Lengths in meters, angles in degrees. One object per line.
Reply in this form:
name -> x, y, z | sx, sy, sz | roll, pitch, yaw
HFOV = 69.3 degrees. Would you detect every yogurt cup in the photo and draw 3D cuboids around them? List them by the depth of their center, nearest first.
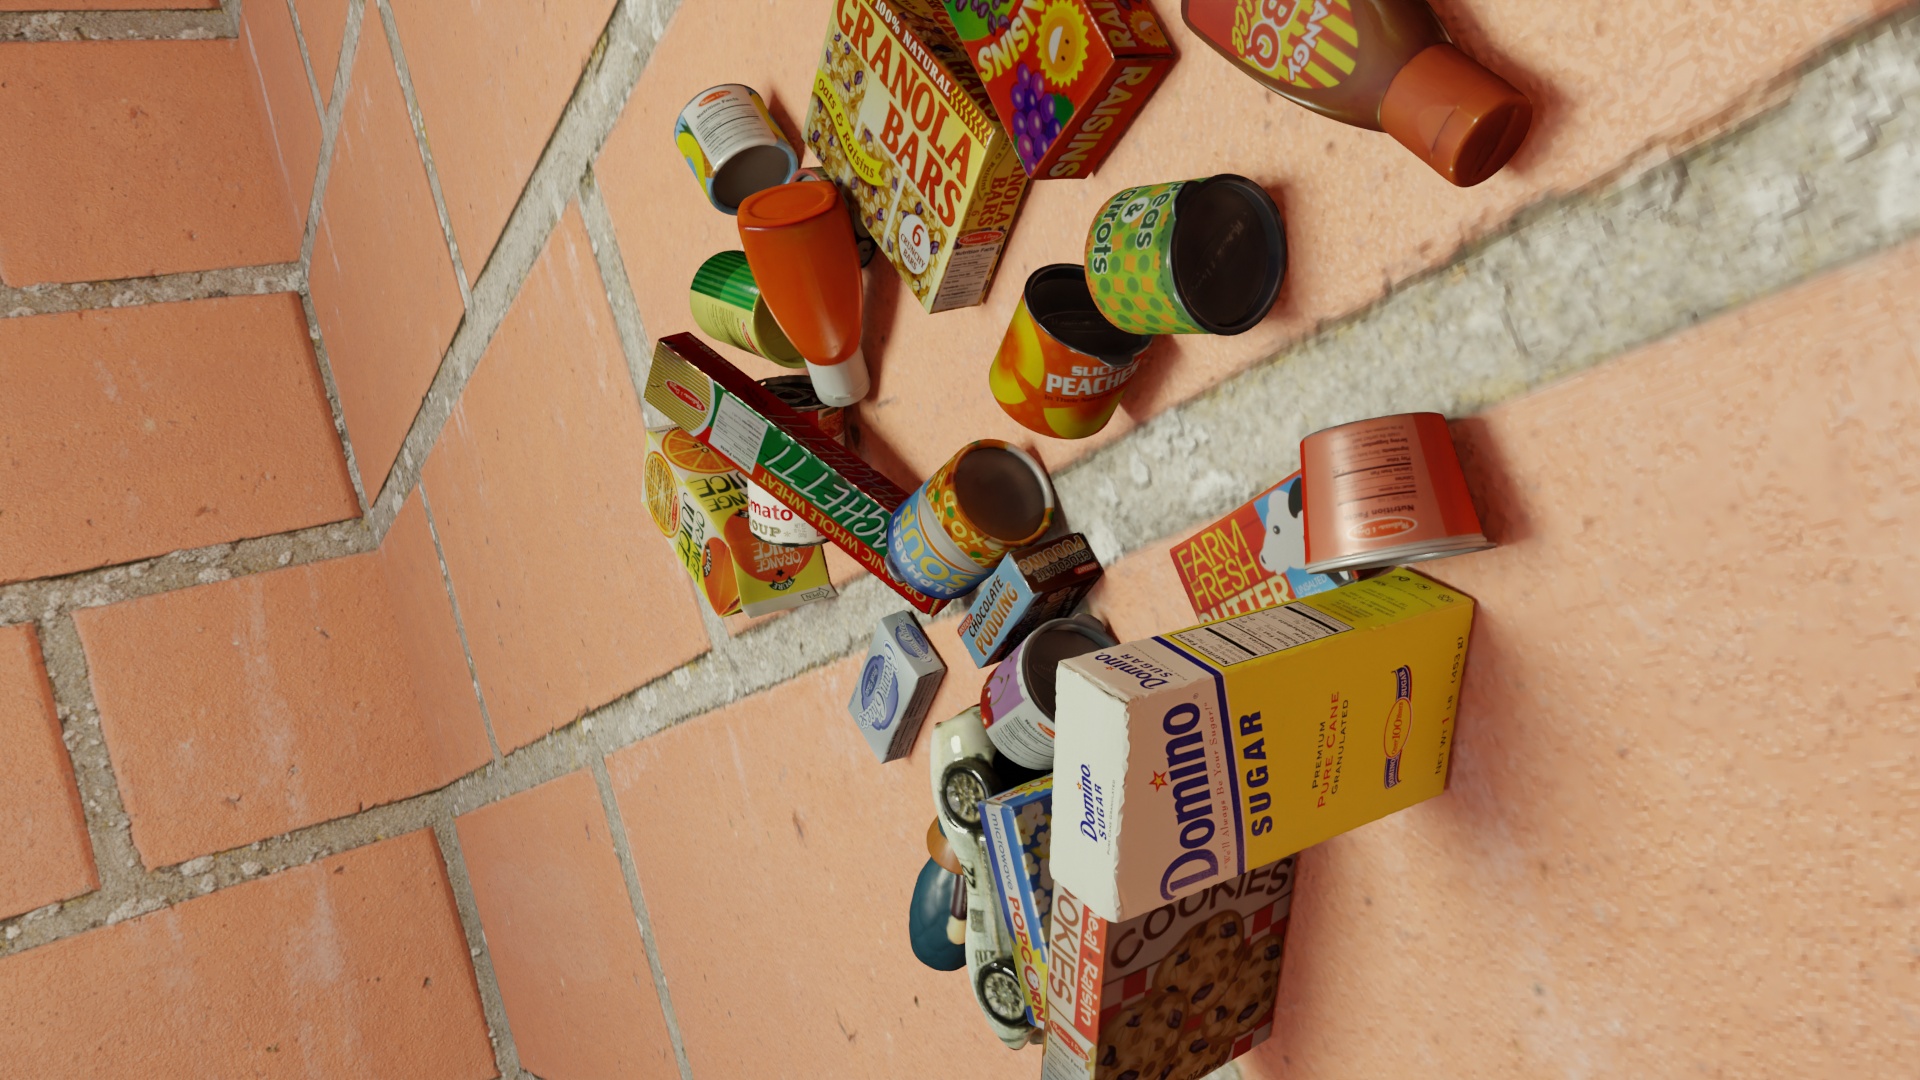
yogurt cup -> 0.163, -0.018, 0.535 | 0.072, 0.072, 0.054 | -18, 79, 58

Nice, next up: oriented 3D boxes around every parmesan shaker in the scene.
parmesan shaker -> -0.134, -0.160, 0.937 | 0.103, 0.071, 0.071 | 27, 124, 51

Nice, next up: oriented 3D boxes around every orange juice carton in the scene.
orange juice carton -> -0.169, -0.009, 1.047 | 0.193, 0.072, 0.072 | 48, 139, 37

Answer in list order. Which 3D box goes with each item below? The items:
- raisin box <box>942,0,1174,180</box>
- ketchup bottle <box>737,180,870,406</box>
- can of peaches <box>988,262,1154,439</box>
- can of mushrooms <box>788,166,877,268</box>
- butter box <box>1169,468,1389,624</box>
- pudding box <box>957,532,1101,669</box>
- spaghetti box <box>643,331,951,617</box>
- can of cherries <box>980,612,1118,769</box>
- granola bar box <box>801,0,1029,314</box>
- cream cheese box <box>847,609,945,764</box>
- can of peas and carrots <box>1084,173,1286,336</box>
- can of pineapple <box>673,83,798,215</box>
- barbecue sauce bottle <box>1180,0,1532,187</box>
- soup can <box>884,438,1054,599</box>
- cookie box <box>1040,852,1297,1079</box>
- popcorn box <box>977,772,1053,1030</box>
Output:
raisin box -> 0.042, -0.246, 0.658 | 0.085, 0.040, 0.123 | -46, 61, 53
ketchup bottle -> -0.087, -0.146, 0.849 | 0.148, 0.065, 0.044 | 77, -177, -48
can of peaches -> 0.053, -0.089, 0.672 | 0.071, 0.071, 0.057 | 57, 144, 27
can of mushrooms -> -0.082, -0.205, 0.872 | 0.071, 0.033, 0.070 | 29, 126, 50
butter box -> 0.138, 0.008, 0.618 | 0.103, 0.024, 0.053 | -38, 70, 56
pudding box -> 0.036, 0.033, 0.763 | 0.030, 0.050, 0.083 | 60, 144, 22
spaghetti box -> -0.098, -0.044, 0.875 | 0.250, 0.029, 0.050 | 36, 127, 16
can of cherries -> 0.052, 0.081, 0.746 | 0.071, 0.072, 0.058 | 65, 147, 17
granola bar box -> -0.025, -0.227, 0.769 | 0.166, 0.039, 0.123 | 57, 144, 28
cream cheese box -> -0.044, 0.100, 0.939 | 0.053, 0.024, 0.103 | 54, 142, 29
can of peas and carrots -> 0.094, -0.122, 0.595 | 0.059, 0.071, 0.070 | 12, 112, 56
can of pineapple -> -0.149, -0.259, 0.926 | 0.058, 0.071, 0.070 | 59, 144, 25
barbecue sauce bottle -> 0.145, -0.186, 0.516 | 0.149, 0.044, 0.064 | 52, 140, 32
soup can -> 0.003, -0.010, 0.778 | 0.083, 0.071, 0.071 | -40, 68, 55
cookie box -> 0.100, 0.185, 0.652 | 0.040, 0.123, 0.166 | 30, 126, 48
popcorn box -> 0.066, 0.187, 0.742 | 0.038, 0.085, 0.126 | -10, 94, 59
